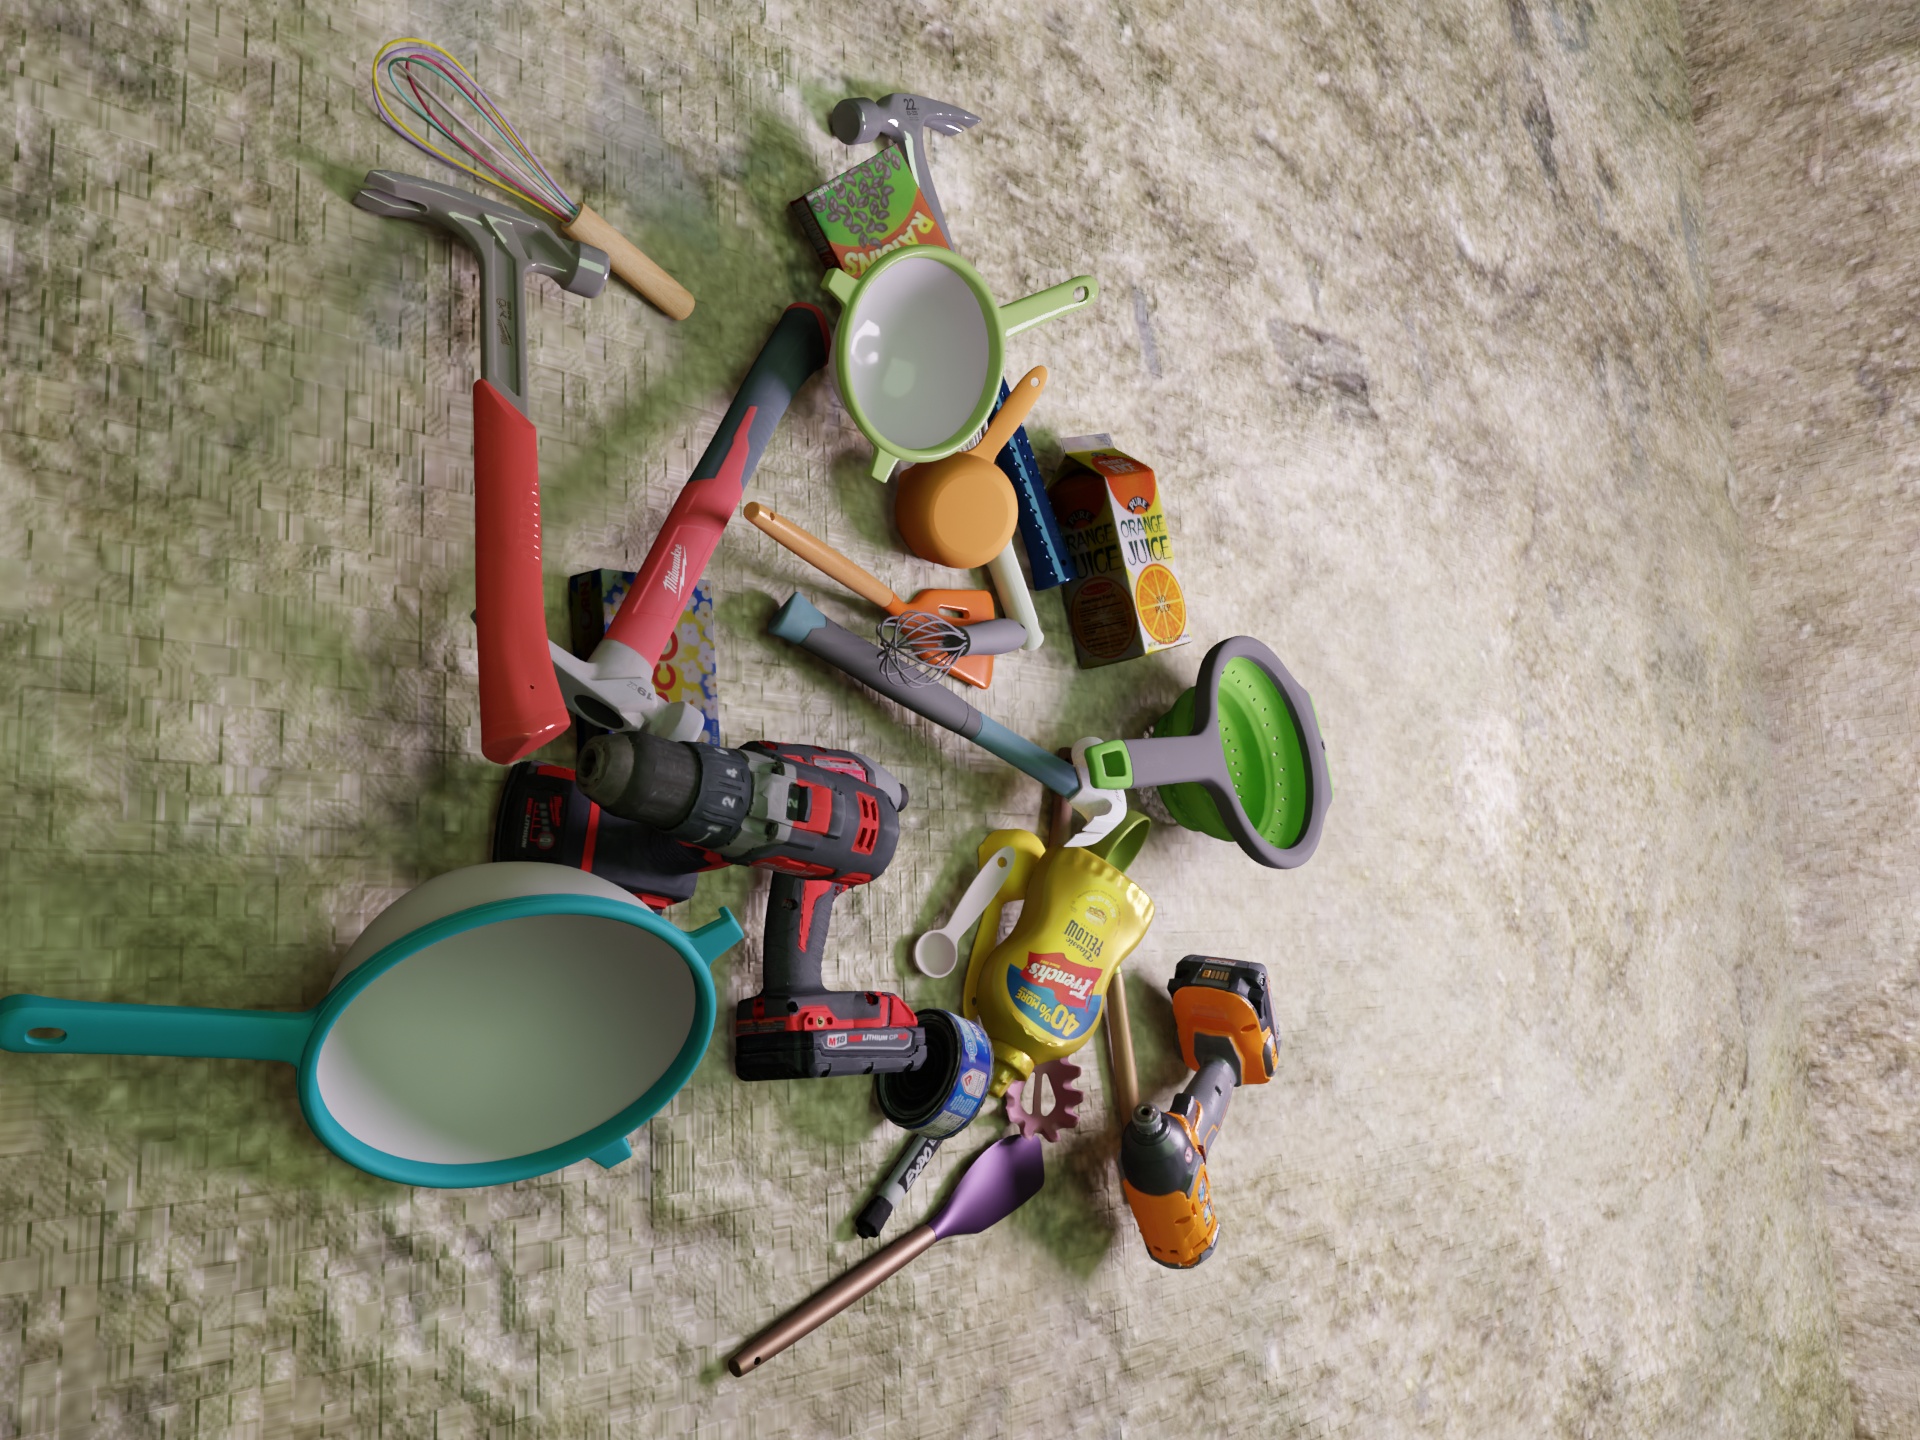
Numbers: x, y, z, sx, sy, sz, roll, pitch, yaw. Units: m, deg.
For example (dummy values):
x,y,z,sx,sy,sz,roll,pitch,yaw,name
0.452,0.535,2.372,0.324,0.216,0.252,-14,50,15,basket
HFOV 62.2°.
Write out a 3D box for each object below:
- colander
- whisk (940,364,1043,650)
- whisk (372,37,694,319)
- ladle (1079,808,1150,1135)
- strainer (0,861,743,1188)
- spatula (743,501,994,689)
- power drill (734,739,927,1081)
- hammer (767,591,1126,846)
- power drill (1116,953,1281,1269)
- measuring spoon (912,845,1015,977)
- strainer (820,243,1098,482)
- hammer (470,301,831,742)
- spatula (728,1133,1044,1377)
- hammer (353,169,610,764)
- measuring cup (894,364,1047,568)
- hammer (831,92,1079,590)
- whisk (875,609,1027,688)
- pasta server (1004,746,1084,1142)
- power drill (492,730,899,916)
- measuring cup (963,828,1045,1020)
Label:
x,y,z,sx,sy,sz,roll,pitch,yaw,name
0.183,0.037,1.319,0.397,0.094,0.204,-2,78,-54,colander
0.019,-0.169,1.253,0.059,0.058,0.246,-23,105,-11,whisk
-0.259,-0.335,1.000,0.244,0.051,0.047,35,53,-40,whisk
0.138,0.231,1.288,0.078,0.062,0.320,-5,89,-62,ladle
-0.297,0.136,0.813,0.340,0.211,0.095,10,32,-33,strainer
-0.056,-0.095,1.122,0.322,0.041,0.081,28,60,-63,spatula
-0.087,0.125,1.063,0.143,0.078,0.220,8,73,-45,power drill
-0.002,-0.004,1.169,0.330,0.033,0.128,30,28,-29,hammer
0.187,0.296,1.268,0.227,0.084,0.164,-60,143,-41,power drill
0.003,0.140,1.181,0.034,0.018,0.124,46,60,-12,measuring spoon
-0.006,-0.286,1.175,0.256,0.069,0.151,-30,119,-33,strainer
-0.171,-0.156,1.018,0.143,0.038,0.387,37,47,-22,hammer
-0.039,0.365,1.100,0.316,0.018,0.059,-20,106,-47,spatula
-0.261,-0.146,0.882,0.149,0.036,0.359,11,58,-35,hammer
0.023,-0.192,1.194,0.095,0.052,0.173,33,92,-24,measuring cup
0.018,-0.304,1.284,0.144,0.035,0.405,-28,102,-45,hammer
0.001,-0.056,1.157,0.239,0.055,0.055,-15,93,-66,whisk
0.073,0.169,1.244,0.060,0.040,0.316,8,70,-5,pasta server
-0.170,0.055,0.876,0.187,0.227,0.080,19,68,-43,power drill
0.032,0.154,1.209,0.062,0.029,0.157,37,56,-35,measuring cup
